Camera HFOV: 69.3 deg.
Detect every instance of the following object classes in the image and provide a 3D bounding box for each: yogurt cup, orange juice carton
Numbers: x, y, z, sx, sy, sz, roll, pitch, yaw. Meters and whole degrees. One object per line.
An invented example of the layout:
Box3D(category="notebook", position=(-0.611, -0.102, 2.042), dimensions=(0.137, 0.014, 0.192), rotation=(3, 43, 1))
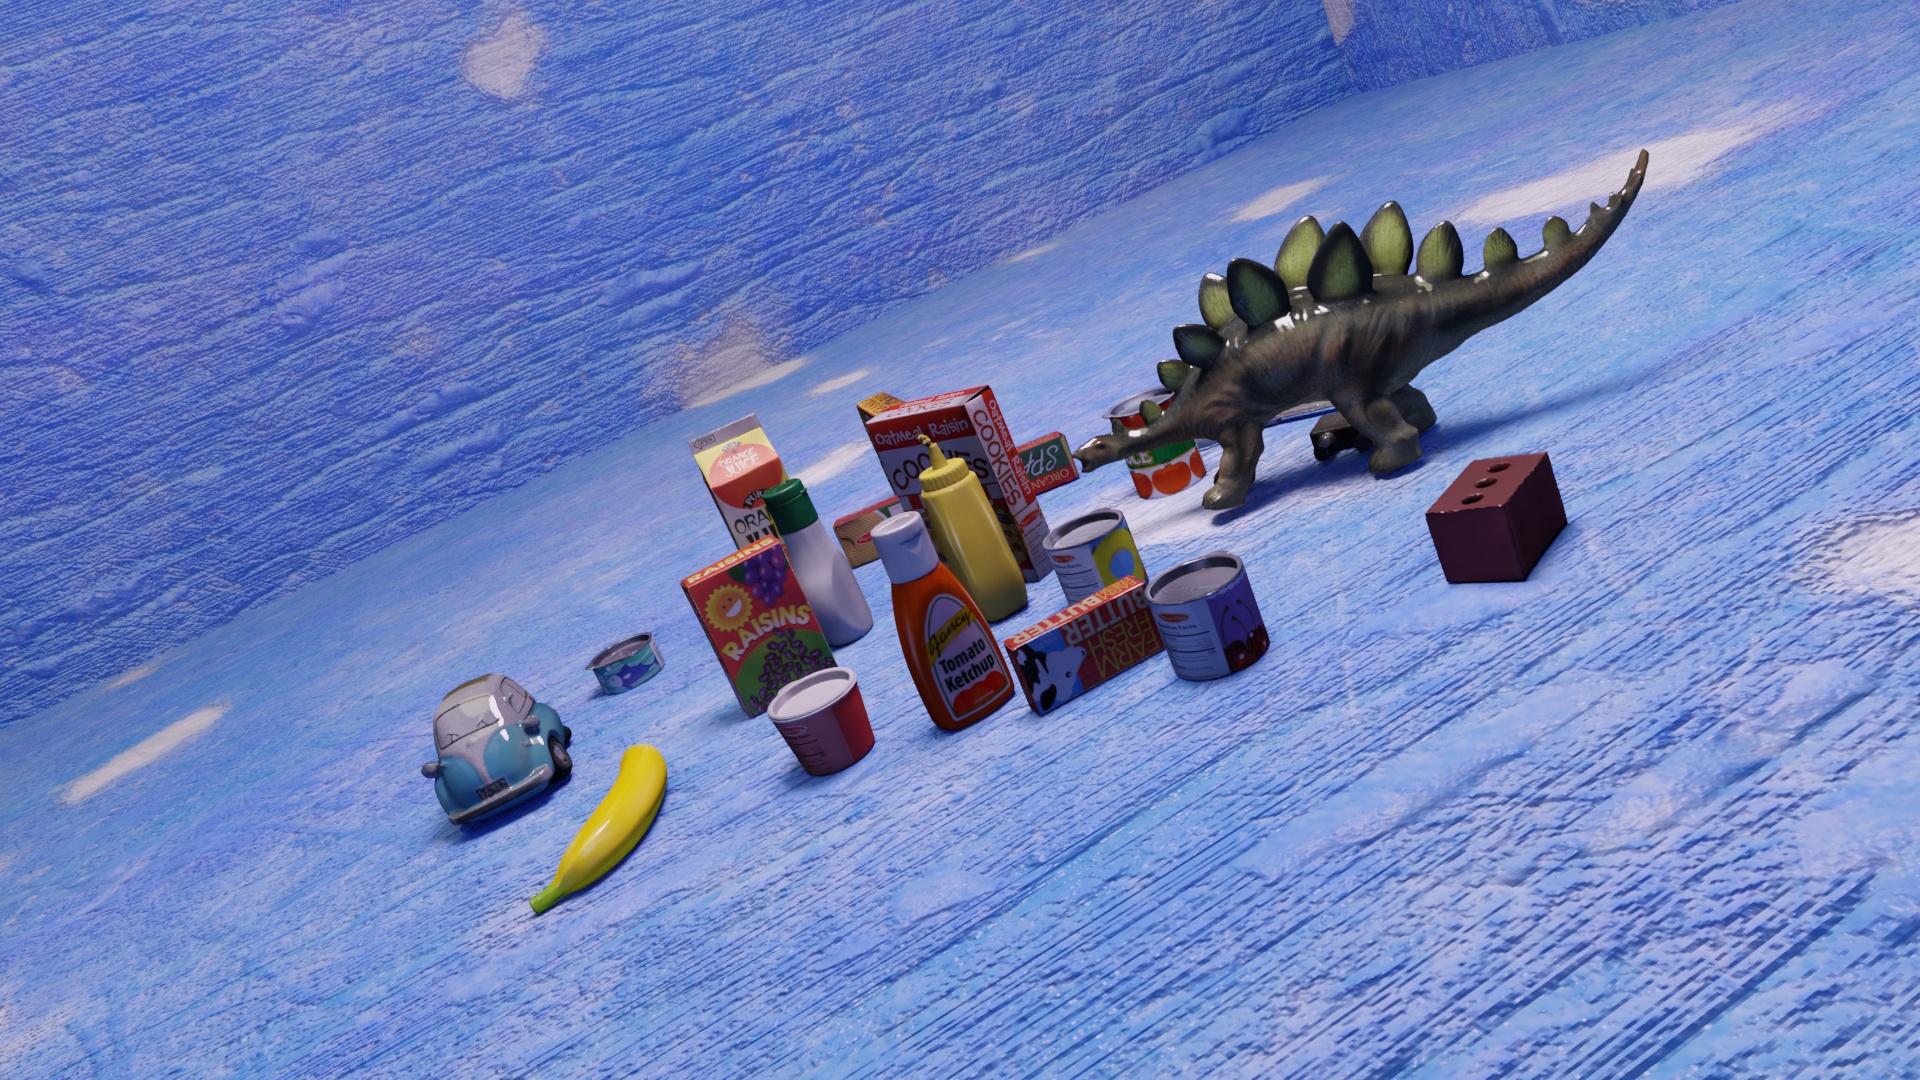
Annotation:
Box3D(category="yogurt cup", position=(-0.096, 0.130, 0.985), dimensions=(0.072, 0.053, 0.072), rotation=(-21, 17, 7))
Box3D(category="orange juice carton", position=(-0.189, -0.023, 1.335), dimensions=(0.072, 0.192, 0.073), rotation=(-26, 17, -11))

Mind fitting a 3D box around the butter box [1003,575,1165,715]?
Box3D(category="butter box", position=(0.085, 0.070, 0.934), dimensions=(0.104, 0.053, 0.024), rotation=(-27, 17, -12))

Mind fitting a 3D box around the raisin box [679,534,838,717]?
Box3D(category="raisin box", position=(-0.163, 0.070, 1.138), dimensions=(0.086, 0.123, 0.040), rotation=(-28, 17, -15))

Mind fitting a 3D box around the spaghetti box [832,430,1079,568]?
Box3D(category="spaghetti box", position=(-0.004, -0.042, 1.399), dimensions=(0.250, 0.050, 0.029), rotation=(-22, 16, 4))

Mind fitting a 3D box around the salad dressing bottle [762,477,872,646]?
Box3D(category="salad dressing bottle", position=(-0.125, 0.018, 1.202), dimensions=(0.044, 0.147, 0.064), rotation=(-17, 17, 20))

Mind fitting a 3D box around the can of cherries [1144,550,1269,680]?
Box3D(category="can of cherries", position=(0.161, 0.048, 0.893), dimensions=(0.071, 0.058, 0.072), rotation=(-21, 17, 7))

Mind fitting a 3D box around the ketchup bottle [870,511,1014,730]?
Box3D(category="ketchup bottle", position=(-0.017, 0.053, 0.952), dimensions=(0.065, 0.148, 0.043), rotation=(-30, 18, -22))

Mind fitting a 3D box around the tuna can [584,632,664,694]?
Box3D(category="tuna can", position=(-0.326, 0.121, 1.352), dimensions=(0.071, 0.032, 0.071), rotation=(-21, 17, 7))

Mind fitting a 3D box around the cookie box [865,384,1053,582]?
Box3D(category="cookie box", position=(0.002, -0.043, 1.189), dimensions=(0.123, 0.167, 0.040), rotation=(-6, 23, 45))

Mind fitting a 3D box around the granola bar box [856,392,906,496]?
Box3D(category="granola bar box", position=(-0.057, -0.089, 1.485), dimensions=(0.039, 0.124, 0.166), rotation=(-26, 17, -9))

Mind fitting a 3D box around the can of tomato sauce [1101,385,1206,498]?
Box3D(category="can of tomato sauce", position=(0.175, -0.087, 1.248), dimensions=(0.071, 0.083, 0.071), rotation=(-21, 16, 7))

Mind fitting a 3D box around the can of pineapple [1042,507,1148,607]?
Box3D(category="can of pineapple", position=(0.106, 0.015, 1.067), dimensions=(0.071, 0.057, 0.071), rotation=(-21, 17, 7))

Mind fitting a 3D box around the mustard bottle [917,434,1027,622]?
Box3D(category="mustard bottle", position=(0.004, -0.014, 1.111), dimensions=(0.049, 0.159, 0.065), rotation=(-27, 17, -12))
